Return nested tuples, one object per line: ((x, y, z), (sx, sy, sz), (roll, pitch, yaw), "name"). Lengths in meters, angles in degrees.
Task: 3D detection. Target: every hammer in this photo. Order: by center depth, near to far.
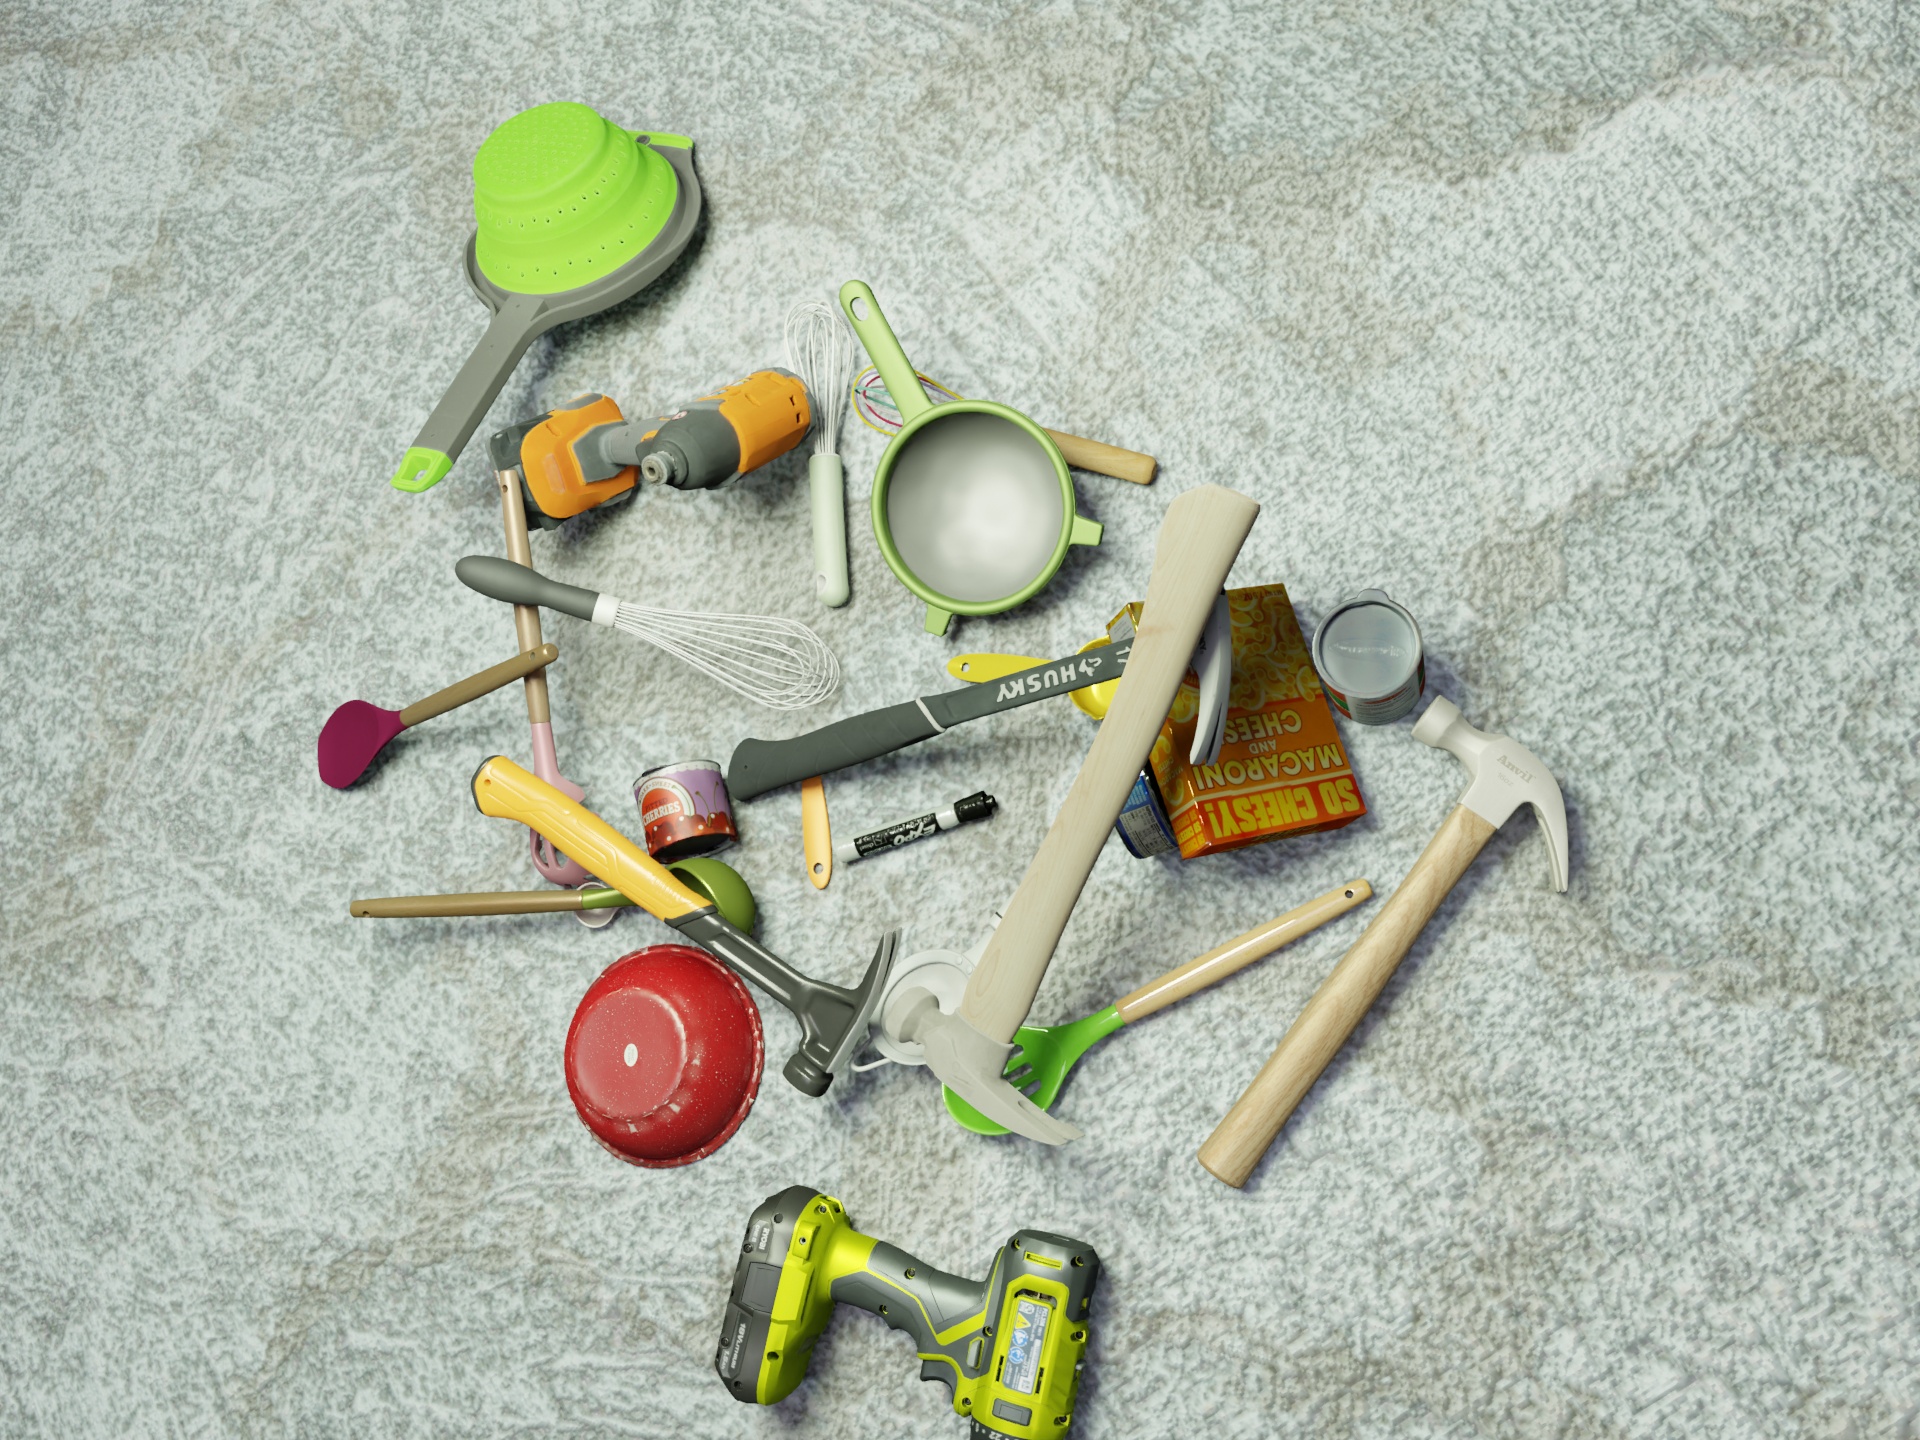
((0.087, 0.056, 0.958), (0.146, 0.038, 0.410), (32, 107, 30), "hammer")
((0.260, 0.155, 1.001), (0.130, 0.031, 0.331), (35, 93, 10), "hammer")
((-0.002, -0.003, 1.066), (0.409, 0.036, 0.149), (-17, 76, 33), "hammer")
((-0.200, 0.114, 1.094), (0.337, 0.034, 0.127), (31, 99, 16), "hammer")

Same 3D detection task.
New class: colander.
((-0.346, -0.353, 1.229), (0.204, 0.094, 0.397), (12, 63, 23), "colander")

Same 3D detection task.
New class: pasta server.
((-0.311, -0.026, 1.179), (0.060, 0.040, 0.316), (-4, 96, 17), "pasta server")

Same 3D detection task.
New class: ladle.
((-0.303, 0.140, 1.163), (0.320, 0.078, 0.062), (-3, 31, 10), "ladle")

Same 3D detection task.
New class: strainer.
((0.025, 0.148, 1.084), (0.258, 0.050, 0.087), (-48, 47, -3), "strainer")
((-0.009, -0.199, 1.137), (0.151, 0.069, 0.256), (-29, 89, 22), "strainer")

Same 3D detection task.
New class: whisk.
((-0.224, -0.071, 1.152), (0.284, 0.070, 0.070), (17, 82, -8), "whisk")
((0.028, -0.217, 1.167), (0.245, 0.051, 0.047), (18, 78, 18), "whisk")
((-0.103, -0.206, 1.209), (0.058, 0.059, 0.246), (-18, 72, 53), "whisk")

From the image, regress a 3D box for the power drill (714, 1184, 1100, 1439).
((-0.035, 0.409, 1.025), (0.228, 0.080, 0.190), (10, 81, 17), "power drill")

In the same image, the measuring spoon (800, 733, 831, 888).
((-0.108, 0.065, 1.162), (0.021, 0.011, 0.117), (-11, 74, 16), "measuring spoon")

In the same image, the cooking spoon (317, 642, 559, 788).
((-0.409, -0.008, 1.220), (0.319, 0.017, 0.069), (-18, 73, 37), "cooking spoon")

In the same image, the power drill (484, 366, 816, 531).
((-0.238, -0.197, 1.168), (0.226, 0.164, 0.084), (-3, 114, 32), "power drill")

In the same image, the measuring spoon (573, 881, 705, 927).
((-0.230, 0.126, 1.189), (0.124, 0.018, 0.034), (-15, 92, 8), "measuring spoon")

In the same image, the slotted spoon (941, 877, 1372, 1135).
((0.129, 0.184, 1.049), (0.314, 0.031, 0.070), (-29, 70, 8), "slotted spoon")

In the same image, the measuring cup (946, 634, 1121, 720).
((0.062, -0.031, 1.127), (0.156, 0.029, 0.062), (5, 79, 31), "measuring cup")
